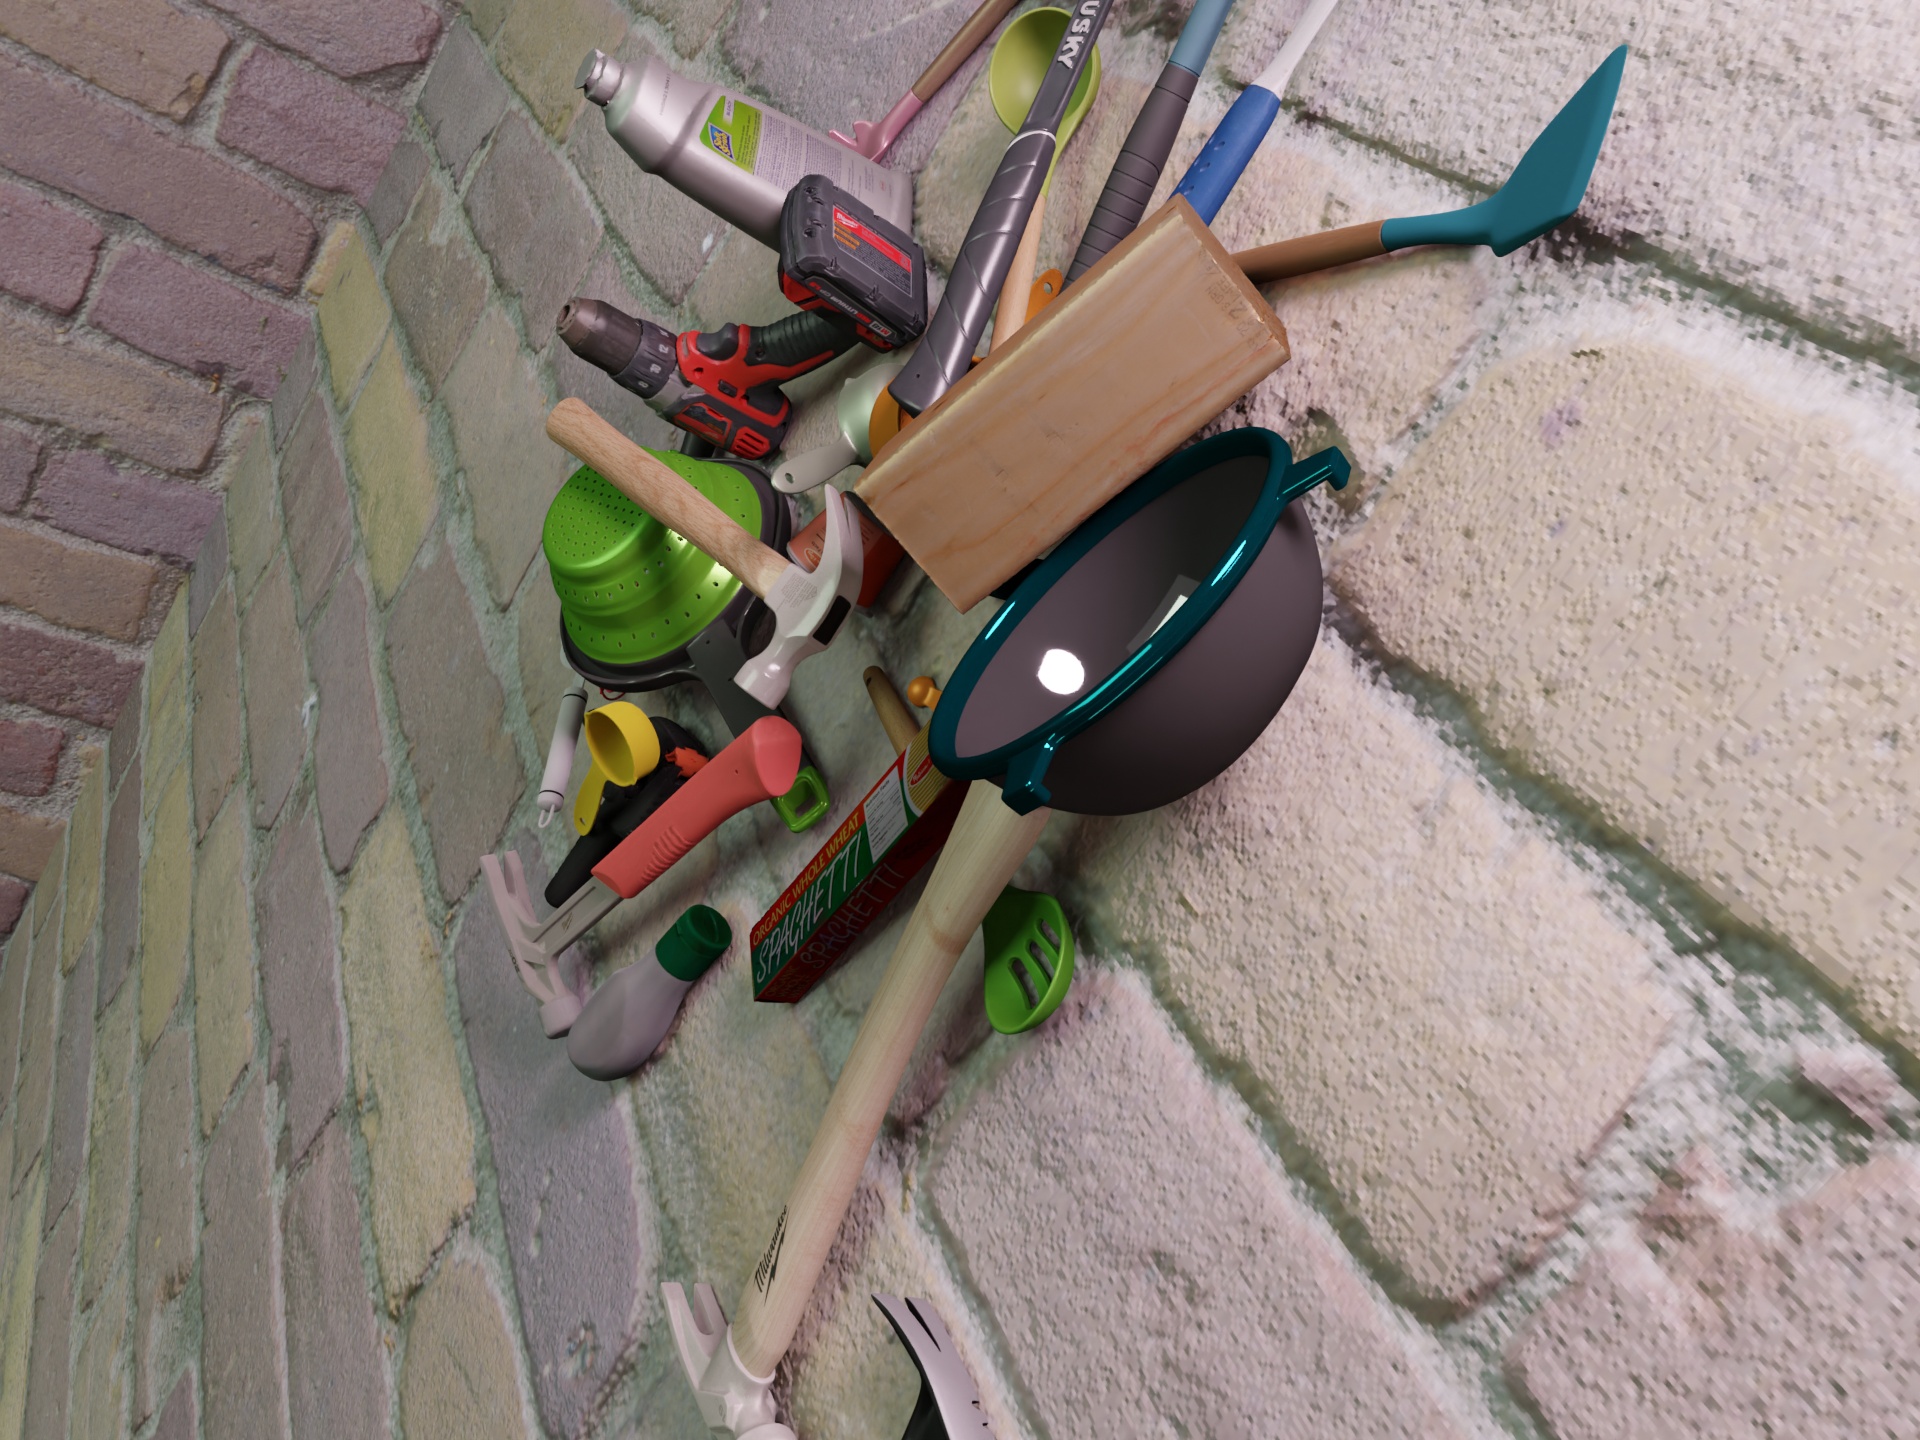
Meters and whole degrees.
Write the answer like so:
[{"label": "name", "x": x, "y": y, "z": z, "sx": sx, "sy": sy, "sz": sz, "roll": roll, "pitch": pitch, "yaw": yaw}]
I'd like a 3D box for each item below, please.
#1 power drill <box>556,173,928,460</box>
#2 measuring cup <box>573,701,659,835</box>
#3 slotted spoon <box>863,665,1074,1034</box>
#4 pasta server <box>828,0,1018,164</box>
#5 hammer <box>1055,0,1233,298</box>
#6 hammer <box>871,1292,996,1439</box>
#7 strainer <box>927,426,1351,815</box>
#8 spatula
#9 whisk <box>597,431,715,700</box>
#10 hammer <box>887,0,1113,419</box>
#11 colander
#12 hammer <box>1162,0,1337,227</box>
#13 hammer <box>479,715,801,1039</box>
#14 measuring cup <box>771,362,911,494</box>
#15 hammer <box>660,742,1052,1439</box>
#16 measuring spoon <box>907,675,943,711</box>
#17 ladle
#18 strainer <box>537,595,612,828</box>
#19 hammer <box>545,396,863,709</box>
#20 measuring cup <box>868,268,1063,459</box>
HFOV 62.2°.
[{"label": "power drill", "x": -0.153, "y": -0.282, "z": 1.117, "sx": 0.226, "sy": 0.187, "sz": 0.080, "roll": -27, "pitch": 52, "yaw": 38}, {"label": "measuring cup", "x": -0.249, "y": 0.039, "z": 1.134, "sx": 0.062, "sy": 0.029, "sz": 0.156, "roll": 52, "pitch": 143, "yaw": 12}, {"label": "slotted spoon", "x": -0.004, "y": 0.056, "z": 0.883, "sx": 0.070, "sy": 0.031, "sz": 0.314, "roll": -56, "pitch": 36, "yaw": 20}, {"label": "pasta server", "x": -0.019, "y": -0.483, "z": 1.169, "sx": 0.316, "sy": 0.040, "sz": 0.060, "roll": -37, "pitch": 58, "yaw": 34}, {"label": "hammer", "x": 0.117, "y": -0.348, "z": 0.884, "sx": 0.033, "sy": 0.128, "sz": 0.331, "roll": 29, "pitch": 109, "yaw": 10}, {"label": "hammer", "x": -0.094, "y": 0.440, "z": 0.794, "sx": 0.337, "sy": 0.034, "sz": 0.127, "roll": -54, "pitch": 39, "yaw": 19}, {"label": "strainer", "x": 0.076, "y": -0.037, "z": 0.784, "sx": 0.211, "sy": 0.095, "sz": 0.340, "roll": -47, "pitch": 15, "yaw": -2}, {"label": "spatula", "x": 0.184, "y": -0.240, "z": 0.778, "sx": 0.318, "sy": 0.044, "sz": 0.082, "roll": 5, "pitch": 72, "yaw": 54}, {"label": "whisk", "x": -0.230, "y": -0.152, "z": 1.257, "sx": 0.073, "sy": 0.073, "sz": 0.296, "roll": -5, "pitch": 63, "yaw": 51}, {"label": "hammer", "x": 0.053, "y": -0.350, "z": 0.930, "sx": 0.149, "sy": 0.036, "sz": 0.409, "roll": 14, "pitch": 75, "yaw": 32}, {"label": "colander", "x": -0.195, "y": -0.078, "z": 1.095, "sx": 0.204, "sy": 0.094, "sz": 0.398, "roll": -39, "pitch": 50, "yaw": 4}, {"label": "hammer", "x": 0.166, "y": -0.335, "z": 0.826, "sx": 0.405, "sy": 0.035, "sz": 0.144, "roll": -56, "pitch": 29, "yaw": 12}, {"label": "hammer", "x": -0.220, "y": 0.086, "z": 1.074, "sx": 0.359, "sy": 0.036, "sz": 0.149, "roll": -39, "pitch": 69, "yaw": 40}, {"label": "measuring cup", "x": -0.059, "y": -0.173, "z": 0.975, "sx": 0.038, "sy": 0.083, "sz": 0.167, "roll": -28, "pitch": 7, "yaw": 36}, {"label": "hammer", "x": -0.056, "y": 0.194, "z": 0.838, "sx": 0.146, "sy": 0.038, "sz": 0.410, "roll": 42, "pitch": 112, "yaw": 54}, {"label": "measuring spoon", "x": -0.001, "y": -0.003, "z": 0.921, "sx": 0.117, "sy": 0.011, "sz": 0.021, "roll": 33, "pitch": 99, "yaw": 54}, {"label": "ladle", "x": 0.034, "y": -0.302, "z": 0.956, "sx": 0.078, "sy": 0.062, "sz": 0.320, "roll": -9, "pitch": 56, "yaw": 33}, {"label": "strainer", "x": -0.305, "y": -0.026, "z": 1.263, "sx": 0.087, "sy": 0.050, "sz": 0.259, "roll": -18, "pitch": 49, "yaw": 28}, {"label": "hammer", "x": -0.178, "y": -0.139, "z": 1.040, "sx": 0.332, "sy": 0.031, "sz": 0.130, "roll": 38, "pitch": 90, "yaw": 37}, {"label": "measuring cup", "x": 0.008, "y": -0.206, "z": 0.971, "sx": 0.052, "sy": 0.095, "sz": 0.174, "roll": -6, "pitch": 49, "yaw": 58}]
